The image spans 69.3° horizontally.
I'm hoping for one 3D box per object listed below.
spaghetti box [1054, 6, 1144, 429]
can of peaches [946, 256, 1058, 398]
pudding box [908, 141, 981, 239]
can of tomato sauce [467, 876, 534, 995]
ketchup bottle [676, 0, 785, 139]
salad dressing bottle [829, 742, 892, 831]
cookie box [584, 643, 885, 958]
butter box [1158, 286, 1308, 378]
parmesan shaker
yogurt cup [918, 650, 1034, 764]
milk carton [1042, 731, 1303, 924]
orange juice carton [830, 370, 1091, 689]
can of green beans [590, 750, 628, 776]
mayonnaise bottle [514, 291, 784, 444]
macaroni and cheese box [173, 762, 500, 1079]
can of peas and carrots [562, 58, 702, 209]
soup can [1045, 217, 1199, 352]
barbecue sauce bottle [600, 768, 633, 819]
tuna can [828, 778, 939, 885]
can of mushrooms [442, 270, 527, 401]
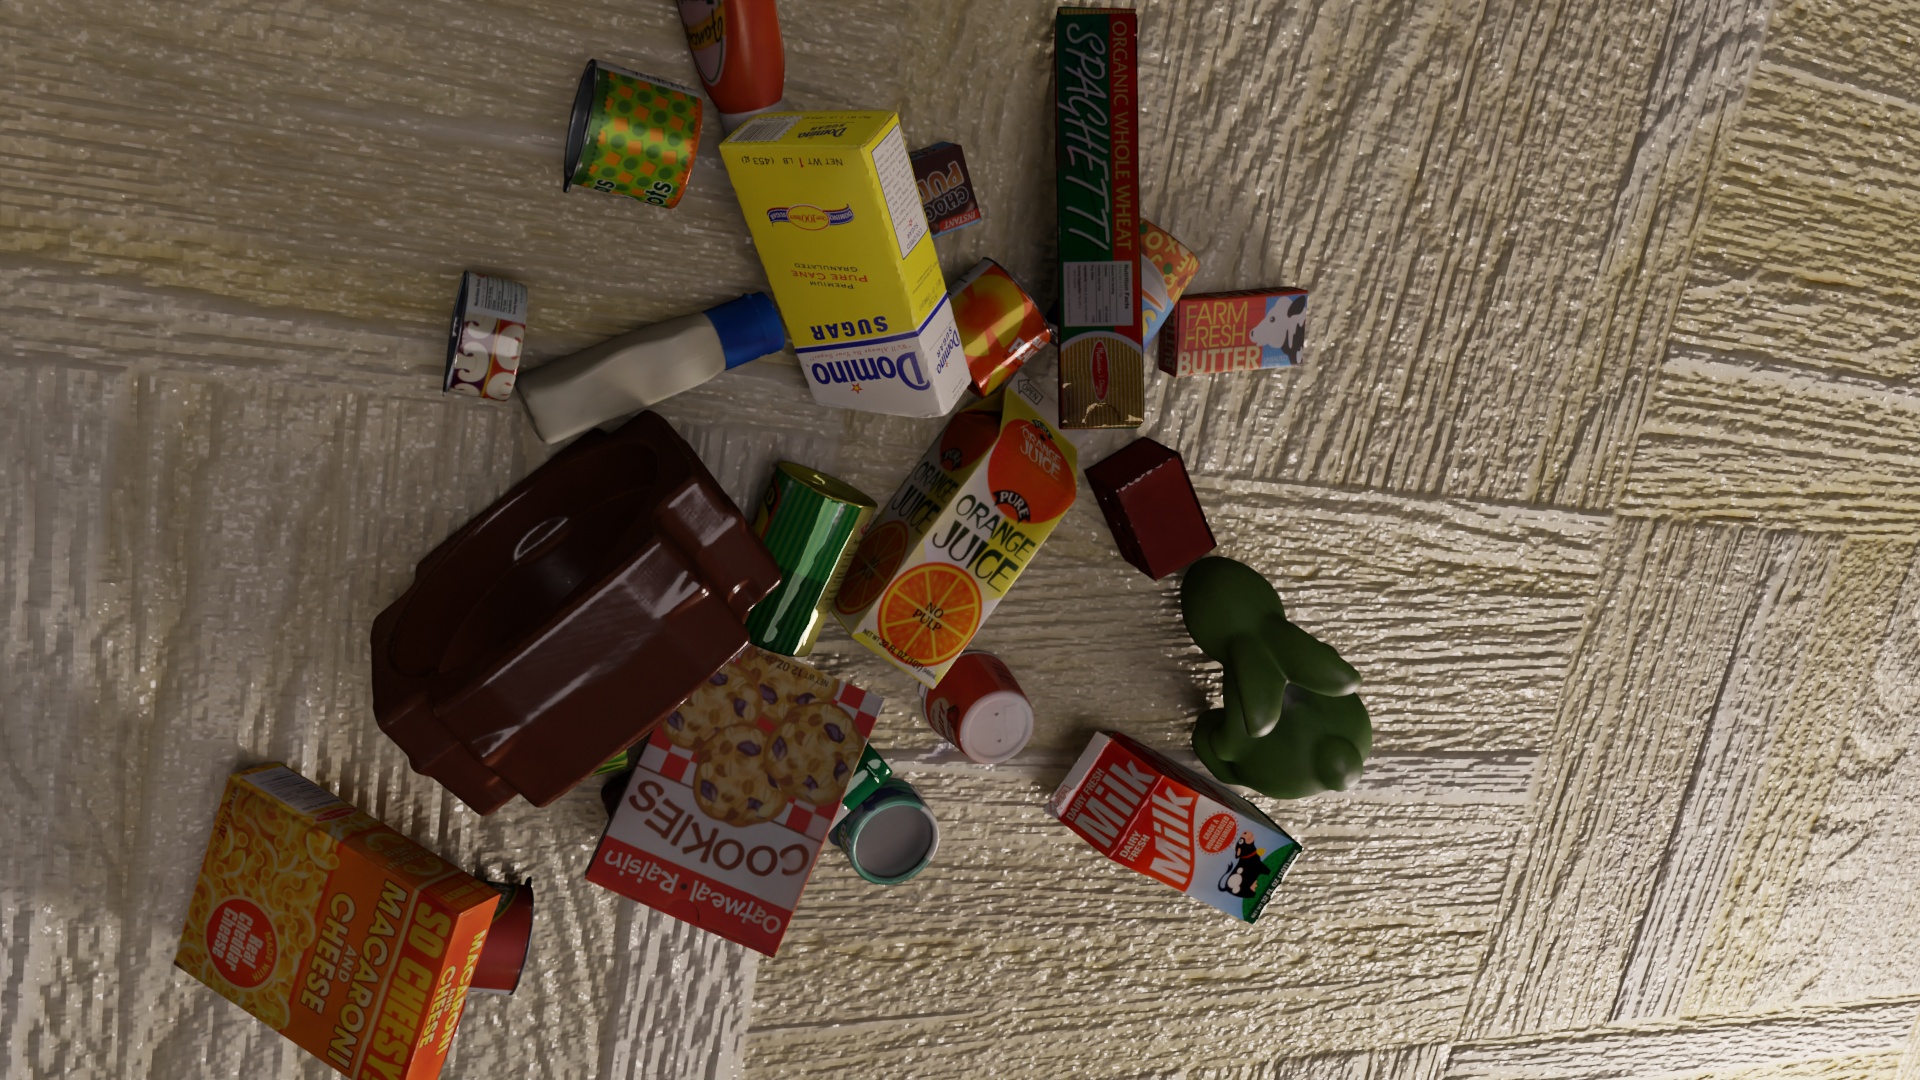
[{"bbox_3d":[0.082,-0.190,0.825,0.050,0.028,0.250,-1,88,0],"label":"spaghetti box"},{"bbox_3d":[0.015,-0.127,0.848,0.058,0.071,0.071,-41,118,-4],"label":"can of peaches"},{"bbox_3d":[-0.035,-0.200,0.825,0.084,0.030,0.049,-22,115,-14],"label":"pudding box"},{"bbox_3d":[-0.308,0.235,0.839,0.083,0.071,0.071,14,102,-25],"label":"can of tomato sauce"},{"bbox_3d":[-0.122,-0.273,0.749,0.044,0.065,0.148,-32,127,-30],"label":"ketchup bottle"},{"bbox_3d":[-0.111,0.189,0.917,0.148,0.044,0.064,-40,106,-7],"label":"salad dressing bottle"},{"bbox_3d":[-0.136,0.149,0.846,0.123,0.040,0.168,25,78,-8],"label":"cookie box"},{"bbox_3d":[0.184,-0.141,0.937,0.104,0.024,0.053,-7,111,-20],"label":"butter box"},{"bbox_3d":[-0.102,0.012,0.845,0.071,0.071,0.103,21,99,-27],"label":"parmesan shaker"},{"bbox_3d":[0.015,0.115,0.937,0.072,0.054,0.072,-8,110,-21],"label":"yogurt cup"},{"bbox_3d":[0.149,0.203,1.010,0.190,0.073,0.072,30,95,-27],"label":"milk carton"},{"bbox_3d":[0.003,-0.011,0.879,0.071,0.073,0.192,36,91,-28],"label":"orange juice carton"},{"bbox_3d":[-0.233,0.110,0.827,0.058,0.071,0.071,-11,111,-19],"label":"can of green beans"},{"bbox_3d":[-0.174,-0.100,0.785,0.148,0.065,0.041,-24,113,-17],"label":"mayonnaise bottle"},{"bbox_3d":[-0.348,0.216,0.775,0.166,0.040,0.123,24,100,16],"label":"macaroni and cheese box"},{"bbox_3d":[-0.176,-0.214,0.742,0.059,0.071,0.070,10,104,-25],"label":"can of peas and carrots"},{"bbox_3d":[0.101,-0.156,0.872,0.071,0.071,0.083,30,94,-28],"label":"soup can"},{"bbox_3d":[-0.149,0.152,0.888,0.149,0.043,0.064,-26,104,-13],"label":"barbecue sauce bottle"},{"bbox_3d":[-0.052,0.200,0.950,0.071,0.033,0.070,-7,110,-20],"label":"tuna can"},{"bbox_3d":[-0.256,-0.107,0.746,0.033,0.071,0.071,9,104,-25],"label":"can of mushrooms"}]
